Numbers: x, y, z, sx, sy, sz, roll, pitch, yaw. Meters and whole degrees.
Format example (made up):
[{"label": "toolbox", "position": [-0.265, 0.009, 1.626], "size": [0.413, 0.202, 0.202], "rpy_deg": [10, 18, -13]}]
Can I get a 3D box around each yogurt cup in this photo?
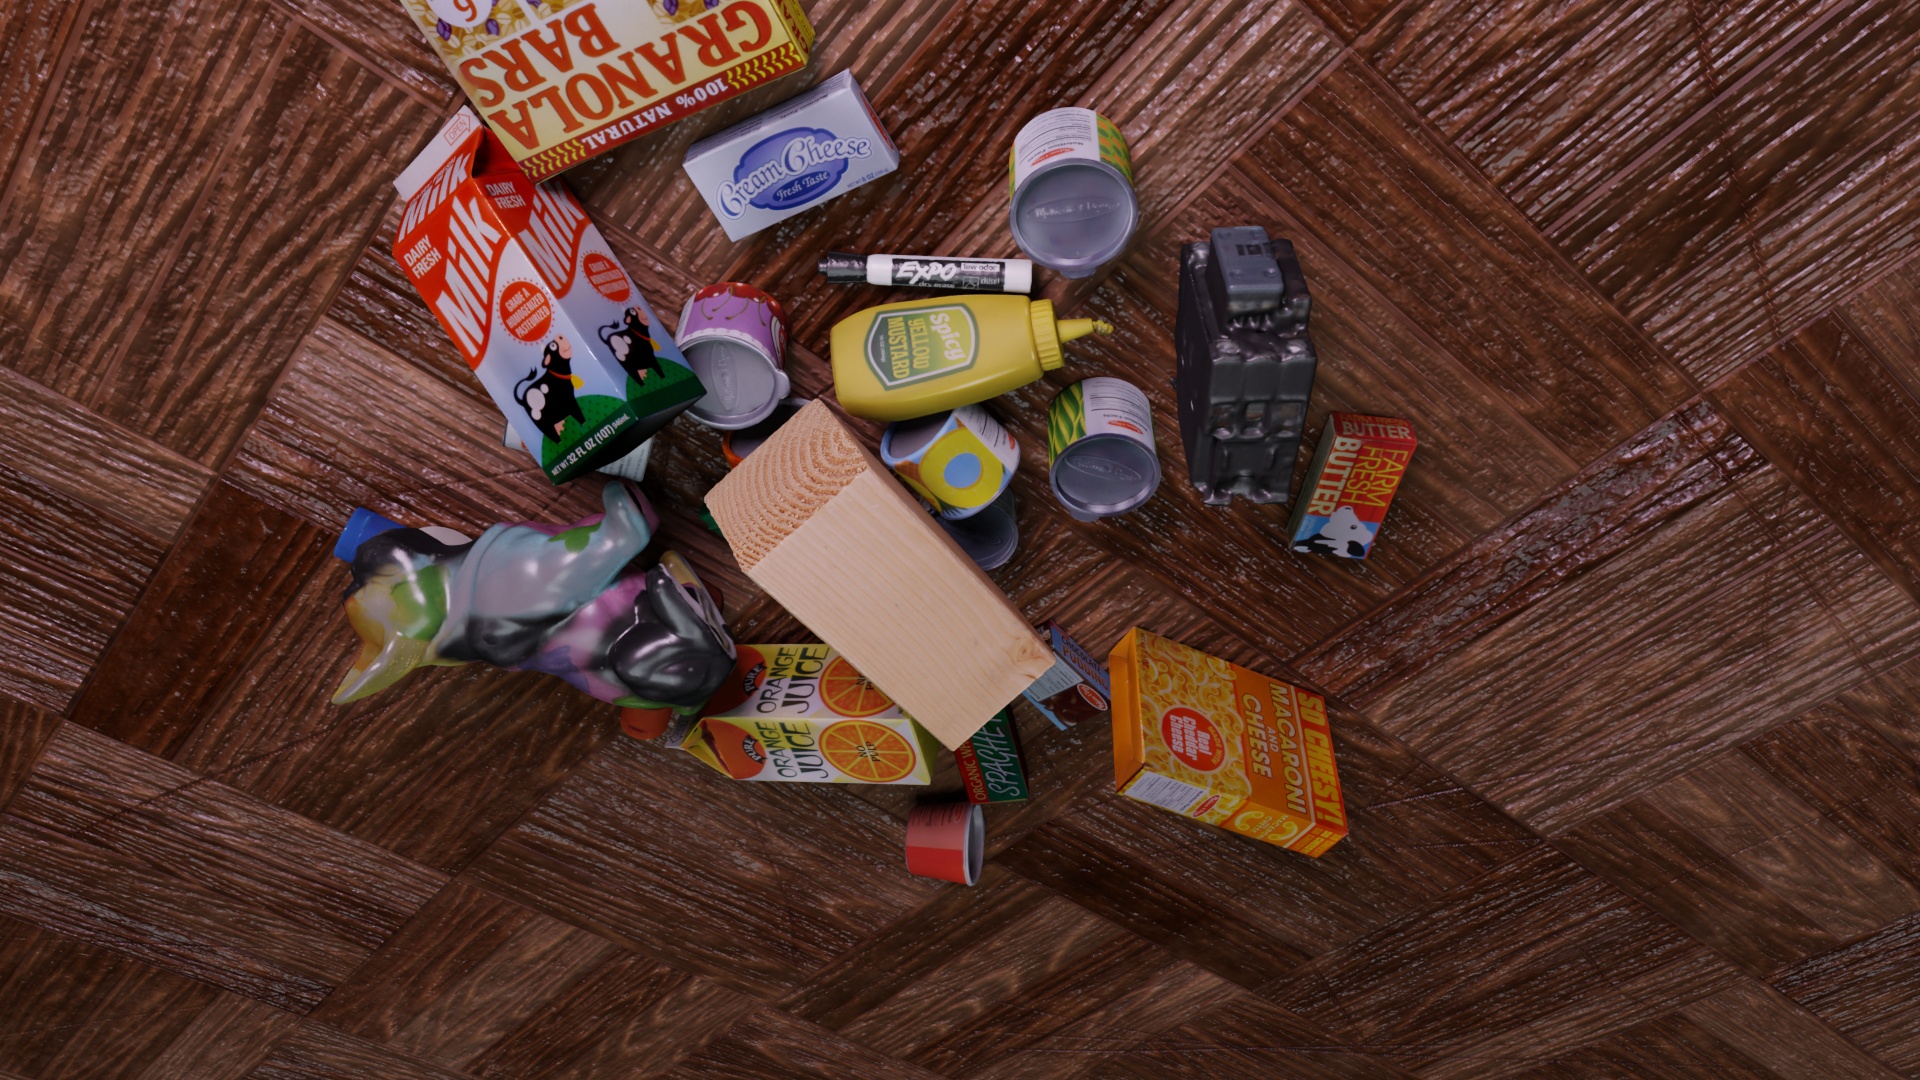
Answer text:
[{"label": "yogurt cup", "position": [-0.013, 0.244, 1.126], "size": [0.054, 0.073, 0.072], "rpy_deg": [1, 133, 12]}]

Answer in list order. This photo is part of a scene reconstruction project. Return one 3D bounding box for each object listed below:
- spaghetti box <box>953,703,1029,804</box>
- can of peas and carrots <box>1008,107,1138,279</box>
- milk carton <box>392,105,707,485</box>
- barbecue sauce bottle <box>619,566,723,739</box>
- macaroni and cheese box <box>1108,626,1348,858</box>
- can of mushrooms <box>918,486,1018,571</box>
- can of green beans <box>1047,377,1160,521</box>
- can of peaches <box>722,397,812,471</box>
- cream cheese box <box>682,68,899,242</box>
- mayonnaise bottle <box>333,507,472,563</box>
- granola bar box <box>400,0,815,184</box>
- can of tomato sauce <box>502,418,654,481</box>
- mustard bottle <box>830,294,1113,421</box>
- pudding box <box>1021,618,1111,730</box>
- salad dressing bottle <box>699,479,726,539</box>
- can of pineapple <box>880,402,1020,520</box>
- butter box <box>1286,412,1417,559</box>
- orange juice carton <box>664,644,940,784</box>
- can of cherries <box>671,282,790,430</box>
[{"label": "spaghetti box", "position": [0.007, 0.110, 1.024], "size": [0.050, 0.029, 0.248], "rpy_deg": [-7, 132, 9]}, {"label": "can of peas and carrots", "position": [0.059, -0.183, 0.731], "size": [0.071, 0.059, 0.070], "rpy_deg": [1, 134, 1]}, {"label": "milk carton", "position": [-0.230, -0.133, 0.746], "size": [0.072, 0.074, 0.190], "rpy_deg": [-33, 94, 27]}, {"label": "barbecue sauce bottle", "position": [-0.214, 0.085, 0.995], "size": [0.065, 0.044, 0.147], "rpy_deg": [21, 131, -4]}, {"label": "macaroni and cheese box", "position": [0.187, 0.143, 0.986], "size": [0.166, 0.124, 0.040], "rpy_deg": [21, 133, -17]}, {"label": "can of mushrooms", "position": [0.003, -0.011, 0.909], "size": [0.071, 0.034, 0.070], "rpy_deg": [0, 133, 0]}, {"label": "can of green beans", "position": [0.086, -0.057, 0.848], "size": [0.071, 0.058, 0.071], "rpy_deg": [0, 133, 1]}, {"label": "can of peaches", "position": [-0.107, -0.045, 0.855], "size": [0.071, 0.071, 0.057], "rpy_deg": [-7, 131, 8]}, {"label": "cream cheese box", "position": [-0.090, -0.204, 0.739], "size": [0.103, 0.024, 0.053], "rpy_deg": [-20, 128, 18]}, {"label": "mayonnaise bottle", "position": [-0.340, 0.025, 0.933], "size": [0.148, 0.065, 0.041], "rpy_deg": [26, 136, -16]}, {"label": "granola bar box", "position": [-0.174, -0.261, 0.678], "size": [0.165, 0.039, 0.123], "rpy_deg": [-17, 130, 17]}, {"label": "can of tomato sauce", "position": [-0.223, -0.079, 0.831], "size": [0.083, 0.071, 0.070], "rpy_deg": [16, 131, -13]}, {"label": "mustard bottle", "position": [0.007, -0.111, 0.794], "size": [0.160, 0.065, 0.048], "rpy_deg": [-10, 167, 9]}, {"label": "pudding box", "position": [0.070, 0.099, 1.012], "size": [0.049, 0.030, 0.083], "rpy_deg": [-29, 126, 24]}, {"label": "salad dressing bottle", "position": [-0.106, 0.014, 0.925], "size": [0.147, 0.044, 0.064], "rpy_deg": [40, 156, -25]}, {"label": "can of pineapple", "position": [-0.008, -0.054, 0.847], "size": [0.071, 0.071, 0.057], "rpy_deg": [-31, 124, 26]}, {"label": "butter box", "position": [0.249, -0.034, 0.889], "size": [0.053, 0.024, 0.103], "rpy_deg": [6, 133, -4]}, {"label": "orange juice carton", "position": [-0.112, 0.122, 0.990], "size": [0.193, 0.072, 0.072], "rpy_deg": [-1, 132, 16]}, {"label": "can of cherries", "position": [-0.131, -0.107, 0.806], "size": [0.071, 0.059, 0.071], "rpy_deg": [1, 132, 1]}]
